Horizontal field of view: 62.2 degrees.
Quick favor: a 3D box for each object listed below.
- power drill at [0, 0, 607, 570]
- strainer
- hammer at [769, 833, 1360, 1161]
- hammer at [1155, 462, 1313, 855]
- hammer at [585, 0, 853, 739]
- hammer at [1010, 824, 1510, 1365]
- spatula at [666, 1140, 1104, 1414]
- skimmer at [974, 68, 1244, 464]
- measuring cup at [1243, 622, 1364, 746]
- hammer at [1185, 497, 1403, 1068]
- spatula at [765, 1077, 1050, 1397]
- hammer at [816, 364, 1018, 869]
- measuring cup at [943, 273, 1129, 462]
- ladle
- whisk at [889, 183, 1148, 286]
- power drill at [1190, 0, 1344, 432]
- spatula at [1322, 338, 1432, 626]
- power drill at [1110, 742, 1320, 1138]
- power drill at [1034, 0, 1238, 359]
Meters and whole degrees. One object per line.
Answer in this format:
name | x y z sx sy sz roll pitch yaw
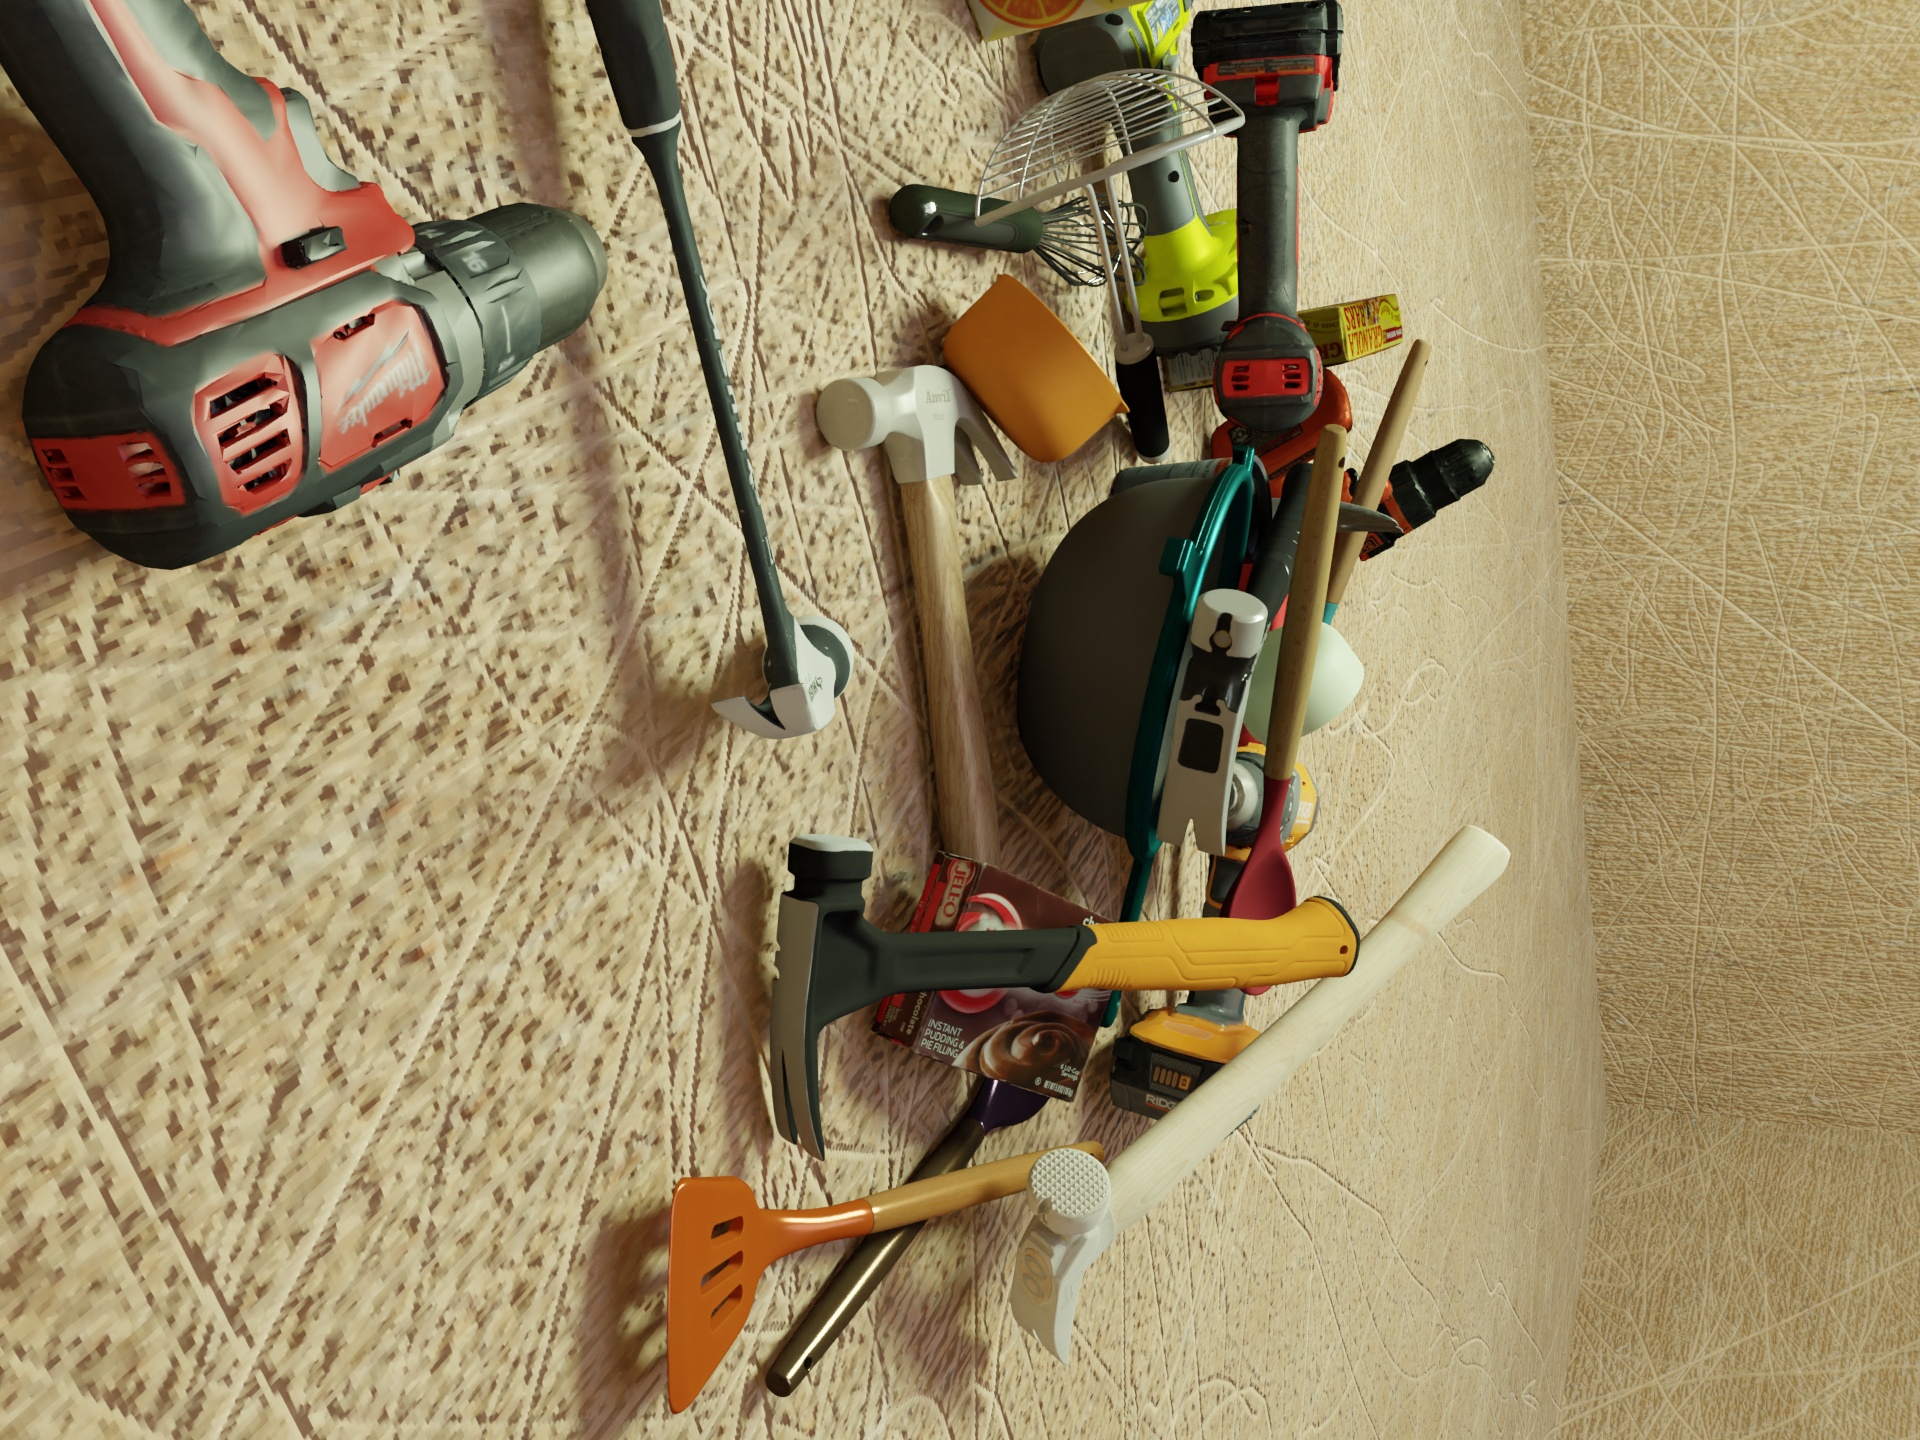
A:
power drill | -0.177 -0.172 0.400 0.188 0.080 0.226 -51 135 -50
strainer | 0.074 0.017 0.865 0.211 0.095 0.340 -51 154 -60
hammer | 0.064 0.117 0.729 0.336 0.034 0.127 3 92 -37
hammer | 0.164 -0.061 0.869 0.335 0.035 0.146 -55 155 -55
hammer | -0.102 -0.187 0.542 0.149 0.036 0.408 -90 167 -77
hammer | 0.178 0.180 0.867 0.410 0.038 0.146 -32 141 -34
spatula | -0.020 0.212 0.687 0.322 0.041 0.081 6 82 -53
skimmer | 0.093 -0.207 0.839 0.363 0.127 0.090 58 13 -67
measuring cup | 0.166 -0.027 0.960 0.083 0.168 0.038 -49 117 -23
hammer | 0.202 0.044 1.051 0.038 0.143 0.386 19 76 -62
spatula | -0.005 0.213 0.765 0.316 0.018 0.059 -37 117 -57
hammer | -0.001 -0.002 0.767 0.130 0.031 0.331 -28 114 -59
measuring cup | 0.037 -0.165 0.819 0.095 0.052 0.173 48 2 8
ladle | 0.161 0.005 0.786 0.069 0.031 0.315 -30 134 -42
whisk | 0.037 -0.256 0.835 0.059 0.058 0.246 55 32 10
power drill | 0.172 -0.272 0.889 0.143 0.078 0.219 -39 128 -74
spatula | 0.253 -0.111 1.102 0.082 0.044 0.317 -8 119 -60
power drill | 0.153 0.124 0.939 0.185 0.084 0.226 14 89 -69
power drill | 0.131 -0.361 0.981 0.228 0.080 0.191 64 38 -34
